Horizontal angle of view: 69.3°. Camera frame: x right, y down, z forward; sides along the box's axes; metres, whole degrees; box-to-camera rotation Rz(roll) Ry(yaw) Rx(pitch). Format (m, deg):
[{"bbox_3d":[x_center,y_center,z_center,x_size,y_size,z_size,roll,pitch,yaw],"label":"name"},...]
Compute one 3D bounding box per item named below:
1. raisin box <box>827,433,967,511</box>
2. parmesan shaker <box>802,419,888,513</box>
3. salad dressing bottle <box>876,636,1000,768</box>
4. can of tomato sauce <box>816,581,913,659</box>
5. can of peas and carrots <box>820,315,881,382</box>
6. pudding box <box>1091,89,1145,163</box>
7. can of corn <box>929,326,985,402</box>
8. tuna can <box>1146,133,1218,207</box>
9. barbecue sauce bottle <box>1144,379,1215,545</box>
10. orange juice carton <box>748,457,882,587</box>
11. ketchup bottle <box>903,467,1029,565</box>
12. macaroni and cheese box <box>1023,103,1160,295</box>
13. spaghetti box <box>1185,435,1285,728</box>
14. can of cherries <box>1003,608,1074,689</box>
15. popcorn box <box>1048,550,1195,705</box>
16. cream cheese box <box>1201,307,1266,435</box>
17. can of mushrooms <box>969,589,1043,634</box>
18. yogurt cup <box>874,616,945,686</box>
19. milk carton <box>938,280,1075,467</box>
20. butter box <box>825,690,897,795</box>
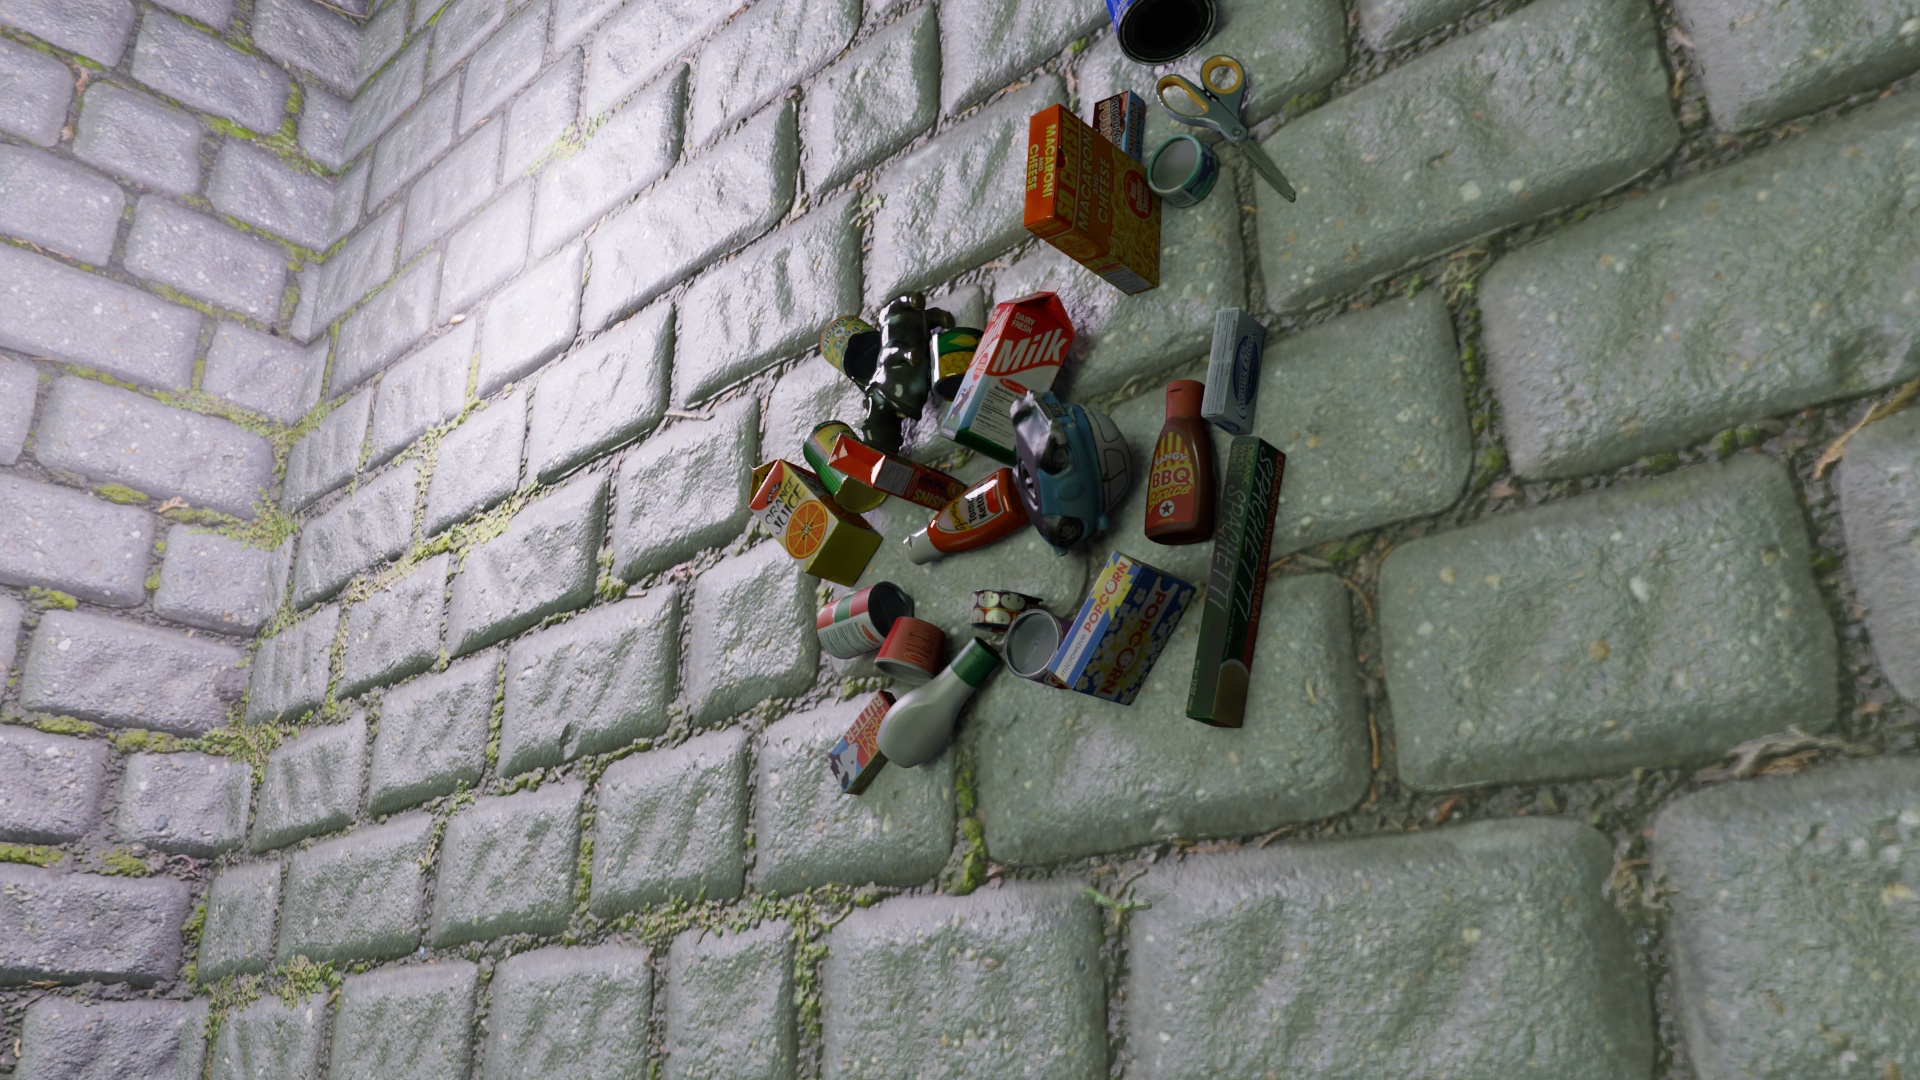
[{"bbox_3d":[-0.066,-0.069,1.469,0.086,0.123,0.040,27,96,46],"label":"raisin box"},{"bbox_3d":[-0.132,-0.085,1.576,0.071,0.071,0.103,-55,46,14],"label":"parmesan shaker"},{"bbox_3d":[-0.020,0.161,1.385,0.147,0.064,0.044,-48,18,9],"label":"salad dressing bottle"},{"bbox_3d":[-0.102,0.085,1.486,0.083,0.071,0.071,-22,60,39],"label":"can of tomato sauce"},{"bbox_3d":[-0.123,-0.225,1.623,0.059,0.071,0.071,39,103,46],"label":"can of peas and carrots"},{"bbox_3d":[0.163,-0.422,1.451,0.049,0.030,0.084,-6,71,42],"label":"pudding box"},{"bbox_3d":[0.003,-0.188,1.492,0.071,0.071,0.058,-21,61,37],"label":"can of corn"},{"bbox_3d":[0.220,-0.368,1.373,0.071,0.033,0.071,-18,63,39],"label":"tuna can"},{"bbox_3d":[0.203,-0.072,1.267,0.064,0.043,0.149,-10,67,43],"label":"barbecue sauce bottle"},{"bbox_3d":[-0.177,-0.031,1.599,0.073,0.072,0.193,-57,45,11],"label":"orange juice carton"},{"bbox_3d":[0.005,-0.018,1.438,0.148,0.043,0.065,-29,52,34],"label":"ketchup bottle"},{"bbox_3d":[0.131,-0.329,1.347,0.040,0.166,0.124,-12,67,41],"label":"macaroni and cheese box"},{"bbox_3d":[0.236,0.034,1.189,0.028,0.050,0.250,2,75,43],"label":"spaghetti box"},{"bbox_3d":[0.085,0.104,1.302,0.071,0.058,0.072,-18,62,38],"label":"can of cherries"},{"bbox_3d":[0.144,0.080,1.235,0.038,0.085,0.126,36,101,46],"label":"popcorn box"},{"bbox_3d":[0.246,-0.152,1.249,0.024,0.053,0.104,0,74,42],"label":"cream cheese box"},{"bbox_3d":[0.045,0.070,1.349,0.071,0.071,0.033,-5,72,43],"label":"can of mushrooms"},{"bbox_3d":[-0.049,0.113,1.424,0.072,0.072,0.054,-2,62,44],"label":"yogurt cup"},{"bbox_3d":[0.055,-0.177,1.414,0.190,0.073,0.072,-66,16,3],"label":"milk carton"},{"bbox_3d":[-0.096,0.213,1.460,0.103,0.024,0.053,-53,46,16],"label":"butter box"}]
